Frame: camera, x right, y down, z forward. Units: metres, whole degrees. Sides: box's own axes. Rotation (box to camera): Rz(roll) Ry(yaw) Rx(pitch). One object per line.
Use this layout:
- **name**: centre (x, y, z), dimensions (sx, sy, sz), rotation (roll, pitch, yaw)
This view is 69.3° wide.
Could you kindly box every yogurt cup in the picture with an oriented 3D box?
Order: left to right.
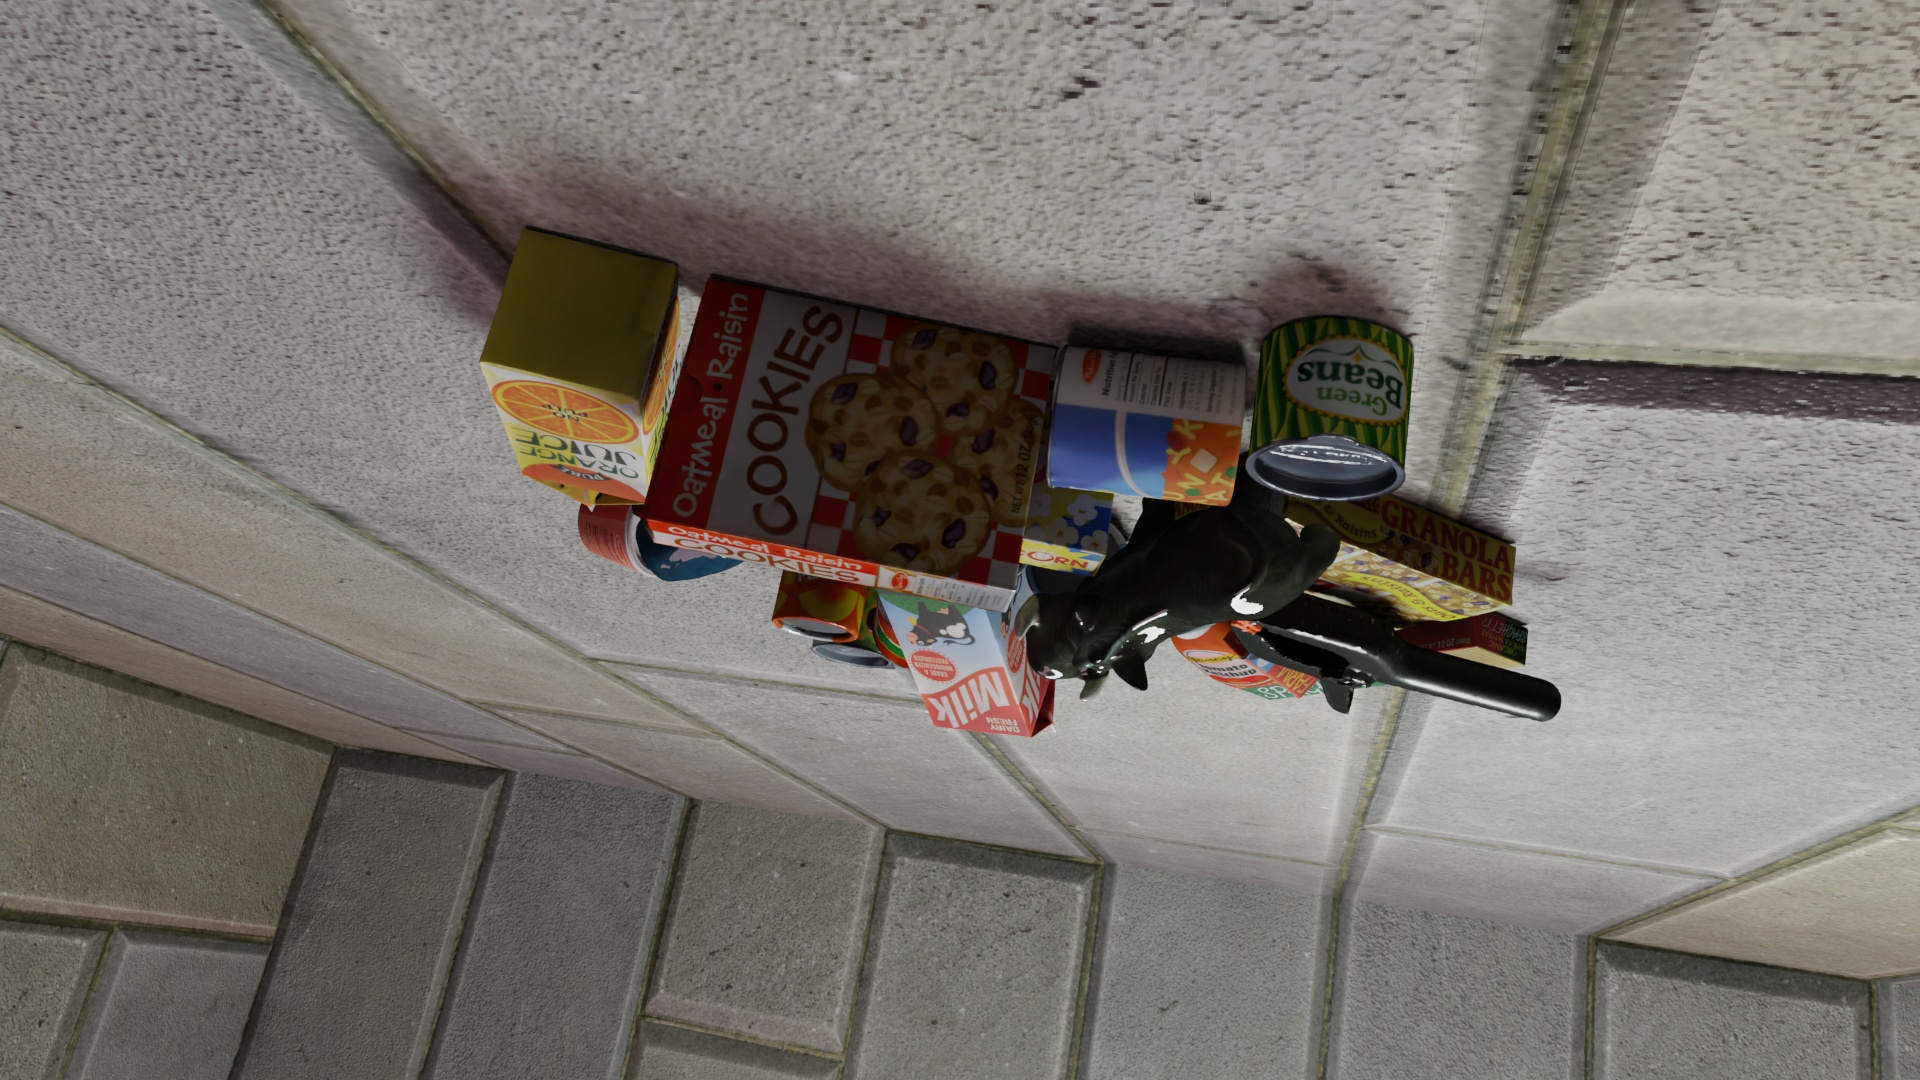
- **yogurt cup**: centre (-0.220, -0.013, 0.937), dimensions (0.054, 0.072, 0.072), rotation (10, 164, 29)

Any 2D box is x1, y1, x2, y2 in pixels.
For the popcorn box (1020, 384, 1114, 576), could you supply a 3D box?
- **popcorn box**: centre (0.014, -0.038, 0.689), dimensions (0.127, 0.085, 0.038), rotation (12, 160, -3)

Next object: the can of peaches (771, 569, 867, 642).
- **can of peaches**: centre (-0.103, 0.039, 1.036), dimensions (0.071, 0.058, 0.071), rotation (10, 162, 3)

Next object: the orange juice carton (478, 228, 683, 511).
- **orange juice carton**: centre (-0.186, -0.075, 0.709), dimensions (0.073, 0.072, 0.192), rotation (13, 162, -6)

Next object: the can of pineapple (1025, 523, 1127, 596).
- **can of pineapple**: centre (0.078, 0.025, 0.870), dimensions (0.071, 0.071, 0.057), rotation (4, 160, 20)

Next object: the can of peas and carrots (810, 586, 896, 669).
- **can of peas and carrots**: centre (-0.078, 0.065, 1.100), dimensions (0.071, 0.059, 0.070), rotation (9, 162, 3)

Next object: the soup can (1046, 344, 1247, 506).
- **soup can**: centre (0.085, -0.050, 0.637), dimensions (0.084, 0.071, 0.071), rotation (7, 162, 8)

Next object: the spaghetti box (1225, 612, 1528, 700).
- **spaghetti box**: centre (0.290, 0.085, 1.004), dimensions (0.050, 0.029, 0.249), rotation (20, 159, -26)

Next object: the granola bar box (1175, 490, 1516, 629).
- **granola bar box**: centre (0.211, 0.009, 0.796), dimensions (0.165, 0.039, 0.124), rotation (19, 161, -23)

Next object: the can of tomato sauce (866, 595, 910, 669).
- **can of tomato sauce**: centre (-0.032, 0.054, 1.028), dimensions (0.071, 0.071, 0.083), rotation (12, 161, -3)

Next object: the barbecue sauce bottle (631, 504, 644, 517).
- **barbecue sauce bottle**: centre (-0.135, -0.015, 0.910), dimensions (0.148, 0.044, 0.064), rotation (22, 150, -33)

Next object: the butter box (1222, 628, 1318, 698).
- **butter box**: centre (0.225, 0.071, 0.955), dimensions (0.103, 0.053, 0.024), rotation (33, -169, -49)

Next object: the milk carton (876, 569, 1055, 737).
- **milk carton**: centre (0.012, 0.067, 0.918), dimensions (0.072, 0.074, 0.189), rotation (4, 137, 23)

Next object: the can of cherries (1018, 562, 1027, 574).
- **can of cherries**: centre (0.003, -0.010, 0.804), dimensions (0.058, 0.071, 0.071), rotation (1, 159, 30)

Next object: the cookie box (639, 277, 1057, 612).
- **cookie box**: centre (-0.048, -0.045, 0.641), dimensions (0.167, 0.123, 0.040), rotation (11, 161, -3)

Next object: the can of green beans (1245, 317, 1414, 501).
- **can of green beans**: centre (0.159, -0.055, 0.598), dimensions (0.071, 0.058, 0.071), rotation (10, 162, 3)

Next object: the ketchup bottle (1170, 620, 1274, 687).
- **ketchup bottle**: centre (0.176, 0.062, 0.974), dimensions (0.064, 0.043, 0.148), rotation (-3, 157, 32)
